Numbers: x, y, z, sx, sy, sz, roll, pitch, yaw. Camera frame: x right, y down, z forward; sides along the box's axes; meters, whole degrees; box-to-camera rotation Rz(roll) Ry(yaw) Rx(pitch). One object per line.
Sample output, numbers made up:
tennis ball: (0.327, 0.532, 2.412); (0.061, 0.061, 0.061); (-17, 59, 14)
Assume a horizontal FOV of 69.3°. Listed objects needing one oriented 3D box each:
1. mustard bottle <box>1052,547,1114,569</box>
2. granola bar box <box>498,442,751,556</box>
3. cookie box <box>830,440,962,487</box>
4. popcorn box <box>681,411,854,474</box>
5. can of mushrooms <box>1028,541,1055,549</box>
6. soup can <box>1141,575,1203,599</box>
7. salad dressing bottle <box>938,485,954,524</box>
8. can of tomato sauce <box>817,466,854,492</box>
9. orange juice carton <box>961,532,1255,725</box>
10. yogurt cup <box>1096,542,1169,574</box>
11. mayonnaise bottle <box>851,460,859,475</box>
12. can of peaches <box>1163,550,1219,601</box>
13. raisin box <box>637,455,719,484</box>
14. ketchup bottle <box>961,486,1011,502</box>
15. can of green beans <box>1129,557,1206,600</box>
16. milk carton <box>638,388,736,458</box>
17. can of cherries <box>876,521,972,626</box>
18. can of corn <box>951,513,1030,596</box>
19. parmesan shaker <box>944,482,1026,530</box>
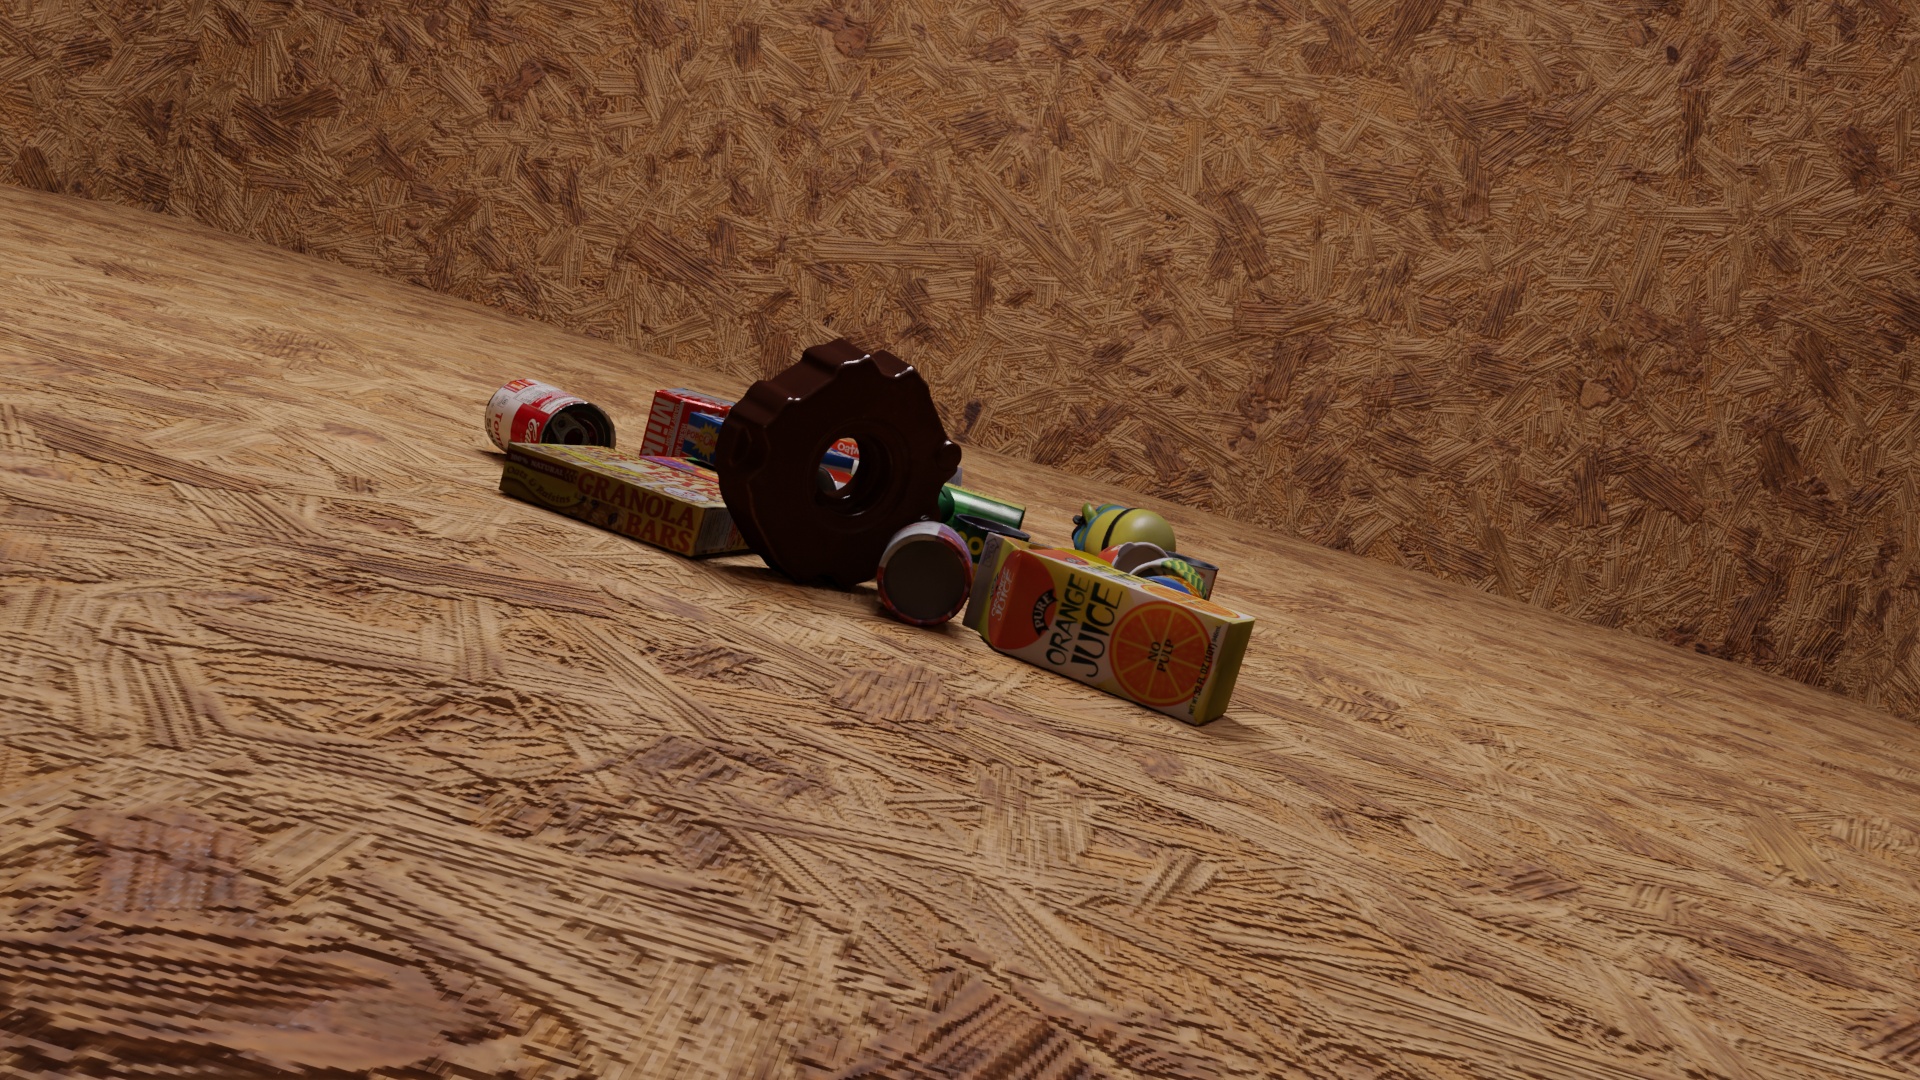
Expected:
mustard bottle: (0.103, 0.041, 1.176); (0.065, 0.048, 0.160); (15, 8, -3)
granola bar box: (-0.235, -0.031, 1.032); (0.166, 0.039, 0.124); (18, 8, 17)
cookie box: (-0.101, -0.071, 1.489); (0.167, 0.040, 0.123); (11, -9, -33)
popcorn box: (-0.165, -0.074, 1.200); (0.085, 0.038, 0.127); (23, 8, 35)
can of mushrooms: (0.084, 0.025, 1.316); (0.071, 0.033, 0.071); (16, 6, -2)
soup can: (0.146, 0.059, 1.059); (0.071, 0.071, 0.084); (18, 7, 20)
salad dressing bottle: (-0.064, -0.017, 1.113); (0.148, 0.043, 0.064); (-19, 65, -50)
can of tomato sauce: (-0.094, -0.023, 1.170); (0.083, 0.071, 0.071); (11, 9, -43)
orange juice carton: (0.093, 0.056, 0.948); (0.193, 0.071, 0.073); (19, 7, 23)
yogurt cup: (0.158, 0.034, 1.302); (0.072, 0.072, 0.054); (13, -1, -22)
mayonnaise bottle: (-0.159, -0.056, 1.311); (0.148, 0.064, 0.041); (13, 3, 6)
can of peaches: (0.210, 0.045, 1.344); (0.071, 0.058, 0.071); (15, 7, -2)
raisin box: (-0.210, -0.041, 1.159); (0.086, 0.040, 0.123); (18, 6, 12)
ketchup bottle: (-0.012, -0.044, 1.602); (0.149, 0.043, 0.065); (19, 8, 26)
can of green beans: (0.176, 0.049, 1.204); (0.071, 0.071, 0.058); (18, 8, 17)
milk carton: (-0.278, -0.113, 1.432); (0.073, 0.072, 0.191); (16, 6, -2)
can of cherries: (-0.023, 0.025, 0.969); (0.071, 0.071, 0.058); (16, 7, -2)
can of corn: (0.018, 0.015, 1.153); (0.071, 0.058, 0.071); (16, 7, -2)
parmesan shaker: (0.005, -0.017, 1.329); (0.103, 0.071, 0.071); (17, 7, 4)
